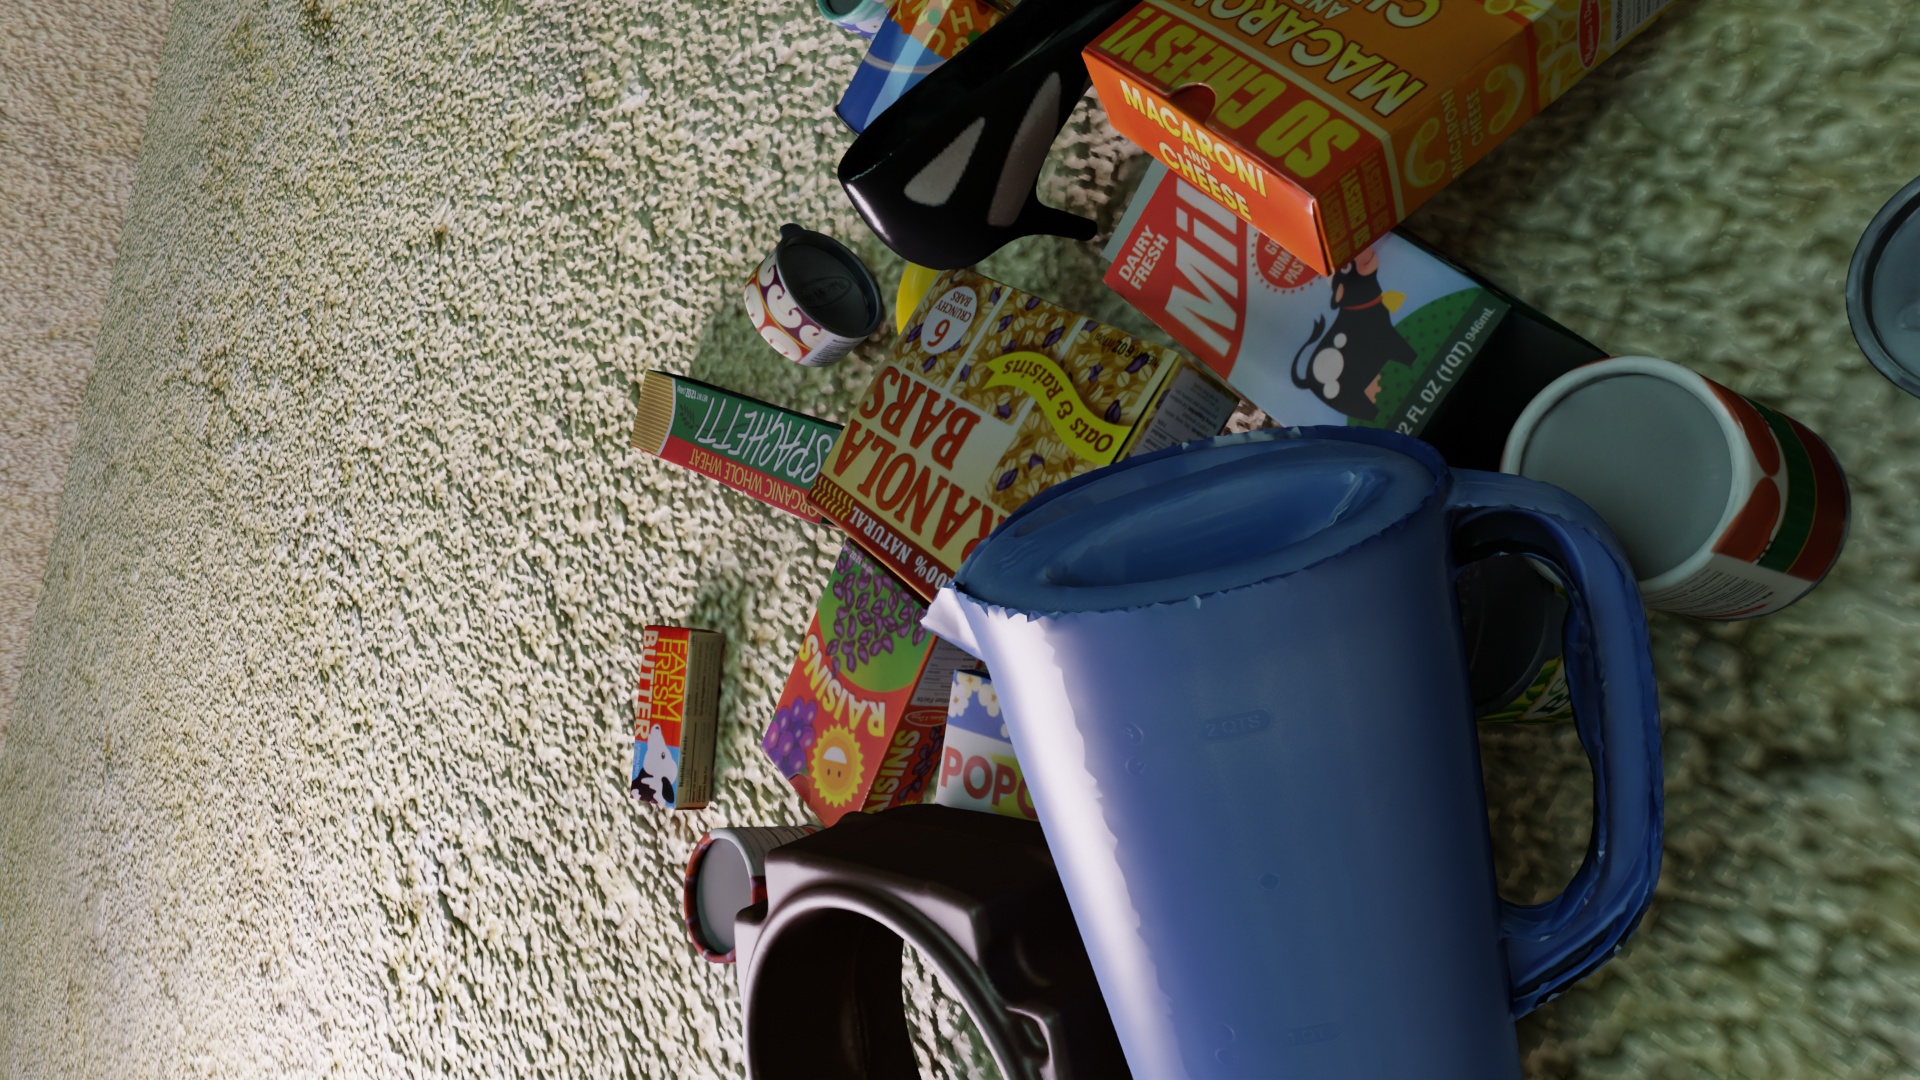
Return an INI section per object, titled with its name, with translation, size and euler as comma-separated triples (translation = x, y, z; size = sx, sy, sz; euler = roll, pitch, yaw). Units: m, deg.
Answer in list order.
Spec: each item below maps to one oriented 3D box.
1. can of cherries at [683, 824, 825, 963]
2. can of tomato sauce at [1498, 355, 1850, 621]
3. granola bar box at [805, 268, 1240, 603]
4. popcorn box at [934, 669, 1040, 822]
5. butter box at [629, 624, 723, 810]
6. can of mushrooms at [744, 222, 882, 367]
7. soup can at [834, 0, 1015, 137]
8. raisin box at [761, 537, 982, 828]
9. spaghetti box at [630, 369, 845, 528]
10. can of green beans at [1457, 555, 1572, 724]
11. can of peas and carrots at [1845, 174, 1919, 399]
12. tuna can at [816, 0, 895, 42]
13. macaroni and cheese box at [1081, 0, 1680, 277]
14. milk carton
[can of cherries]
translation = -0.098, 0.179, 0.697
size = 0.071, 0.058, 0.071
euler = -10, 76, 45
[can of tomato sauce]
translation = 0.201, -0.015, 0.392
size = 0.071, 0.083, 0.071
euler = -9, 77, 46
[granola bar box]
translation = 0.015, -0.034, 0.550
size = 0.124, 0.039, 0.166
euler = -59, 38, 3
[popcorn box]
translation = 0.045, 0.105, 0.571
size = 0.126, 0.038, 0.085
euler = 9, 90, 47
[butter box]
translation = -0.165, 0.101, 0.807
size = 0.053, 0.024, 0.103
euler = -2, 82, 46
[can of mushrooms]
translation = -0.077, -0.127, 0.720
size = 0.033, 0.071, 0.071
euler = -36, 59, 40
[soup can]
translation = -0.010, -0.225, 0.668
size = 0.083, 0.071, 0.071
euler = -56, 48, 24
[raisin box]
translation = -0.042, 0.073, 0.670
size = 0.086, 0.040, 0.123
euler = 38, 112, 42
[spaghetti box]
translation = -0.118, -0.054, 0.762
size = 0.250, 0.029, 0.050
euler = 21, 100, 53
[can of green beans]
translation = 0.168, 0.025, 0.439
size = 0.071, 0.058, 0.071
euler = -10, 76, 46
[can of peas and carrots]
translation = 0.268, -0.058, 0.346
size = 0.071, 0.059, 0.071
euler = -9, 78, 46
[tuna can]
translation = -0.045, -0.302, 0.741
size = 0.071, 0.033, 0.071
euler = -10, 76, 46
[macaroni and cheese box]
translation = 0.142, -0.177, 0.457
size = 0.166, 0.040, 0.124
euler = -38, 50, -3
[milk carton]
translation = 0.122, -0.090, 0.498
size = 0.191, 0.073, 0.072
euler = 48, 118, 40
